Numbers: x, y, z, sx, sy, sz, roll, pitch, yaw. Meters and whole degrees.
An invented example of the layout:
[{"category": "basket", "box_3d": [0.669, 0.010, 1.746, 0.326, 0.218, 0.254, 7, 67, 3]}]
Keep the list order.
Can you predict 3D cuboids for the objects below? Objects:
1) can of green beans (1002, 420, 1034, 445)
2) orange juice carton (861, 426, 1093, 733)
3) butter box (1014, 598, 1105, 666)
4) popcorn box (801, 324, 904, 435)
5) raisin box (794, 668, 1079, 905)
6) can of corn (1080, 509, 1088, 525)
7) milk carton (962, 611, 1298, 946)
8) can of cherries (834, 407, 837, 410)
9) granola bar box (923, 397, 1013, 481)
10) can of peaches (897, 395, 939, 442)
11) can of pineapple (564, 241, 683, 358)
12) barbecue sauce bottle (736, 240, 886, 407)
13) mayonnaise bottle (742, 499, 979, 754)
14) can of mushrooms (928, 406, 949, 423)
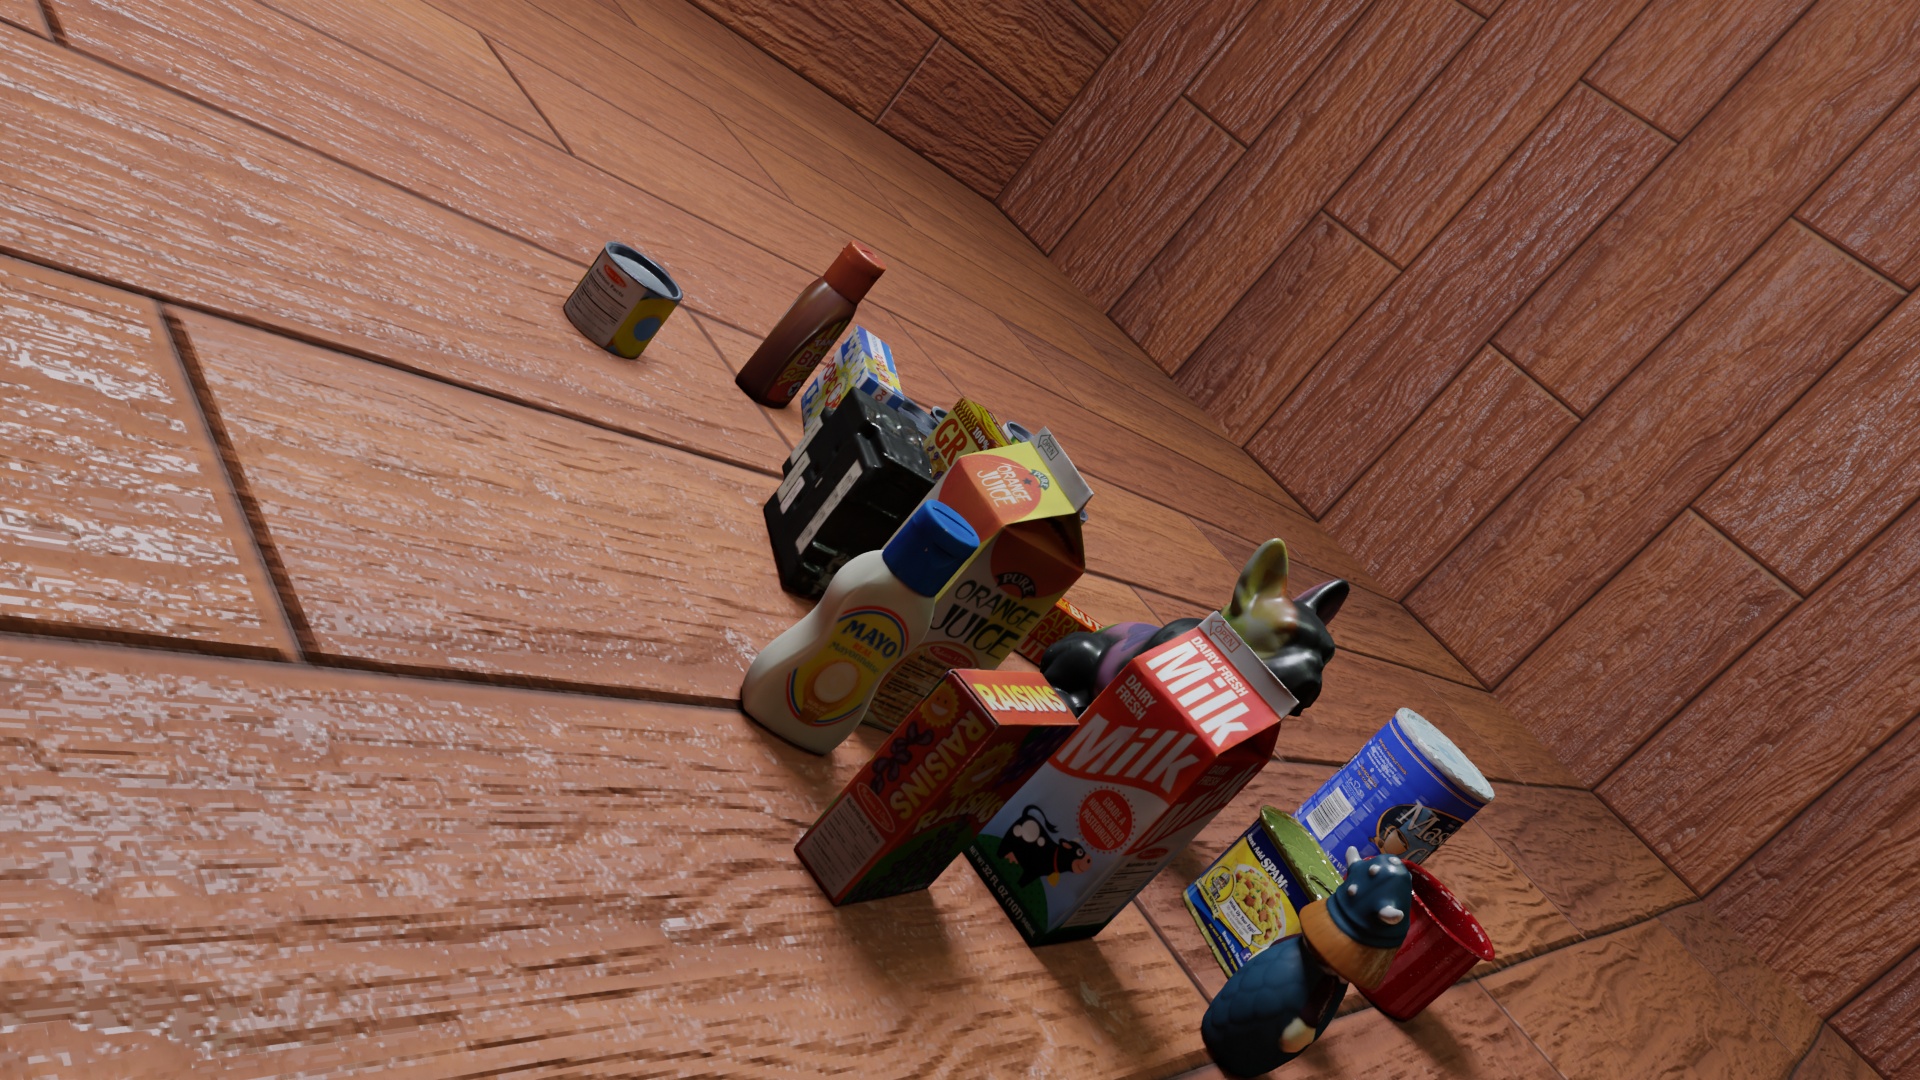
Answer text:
[{"category": "can of green beans", "box_3d": [0.055, -0.081, 1.431, 0.071, 0.057, 0.071, 37, 17, -13]}, {"category": "orange juice carton", "box_3d": [0.002, 0.023, 0.819, 0.073, 0.192, 0.072, 28, 21, -38]}, {"category": "butter box", "box_3d": [0.085, 0.081, 1.093, 0.103, 0.053, 0.024, 35, 17, -19]}, {"category": "popcorn box", "box_3d": [-0.092, -0.119, 1.159, 0.038, 0.085, 0.127, 34, 18, -23]}, {"category": "raisin box", "box_3d": [-0.010, 0.118, 0.673, 0.040, 0.123, 0.086, 49, 18, 27]}, {"category": "can of corn", "box_3d": [0.077, -0.023, 1.331, 0.071, 0.058, 0.071, 37, 17, -13]}, {"category": "milk carton", "box_3d": [0.097, 0.130, 0.757, 0.073, 0.190, 0.072, 17, 29, -55]}, {"category": "can of cherries", "box_3d": [-0.086, -0.057, 1.063, 0.071, 0.058, 0.072, 37, 17, -13]}, {"category": "granola bar box", "box_3d": [0.004, -0.013, 1.032, 0.039, 0.124, 0.166, 28, 21, -37]}, {"category": "can of peaches", "box_3d": [-0.052, -0.085, 1.208, 0.071, 0.058, 0.071, 37, 17, -13]}, {"category": "can of pineapple", "box_3d": [-0.246, -0.175, 1.017, 0.071, 0.057, 0.071, 37, 17, -13]}, {"category": "barbecue sauce bottle", "box_3d": [-0.120, -0.177, 1.137, 0.044, 0.148, 0.065, 44, 17, 11]}, {"category": "mayonnaise bottle", "box_3d": [-0.050, 0.044, 0.730, 0.064, 0.147, 0.041, 34, 18, -23]}, {"category": "can of mushrooms", "box_3d": [-0.011, -0.099, 1.374, 0.071, 0.033, 0.071, 37, 17, -13]}]
